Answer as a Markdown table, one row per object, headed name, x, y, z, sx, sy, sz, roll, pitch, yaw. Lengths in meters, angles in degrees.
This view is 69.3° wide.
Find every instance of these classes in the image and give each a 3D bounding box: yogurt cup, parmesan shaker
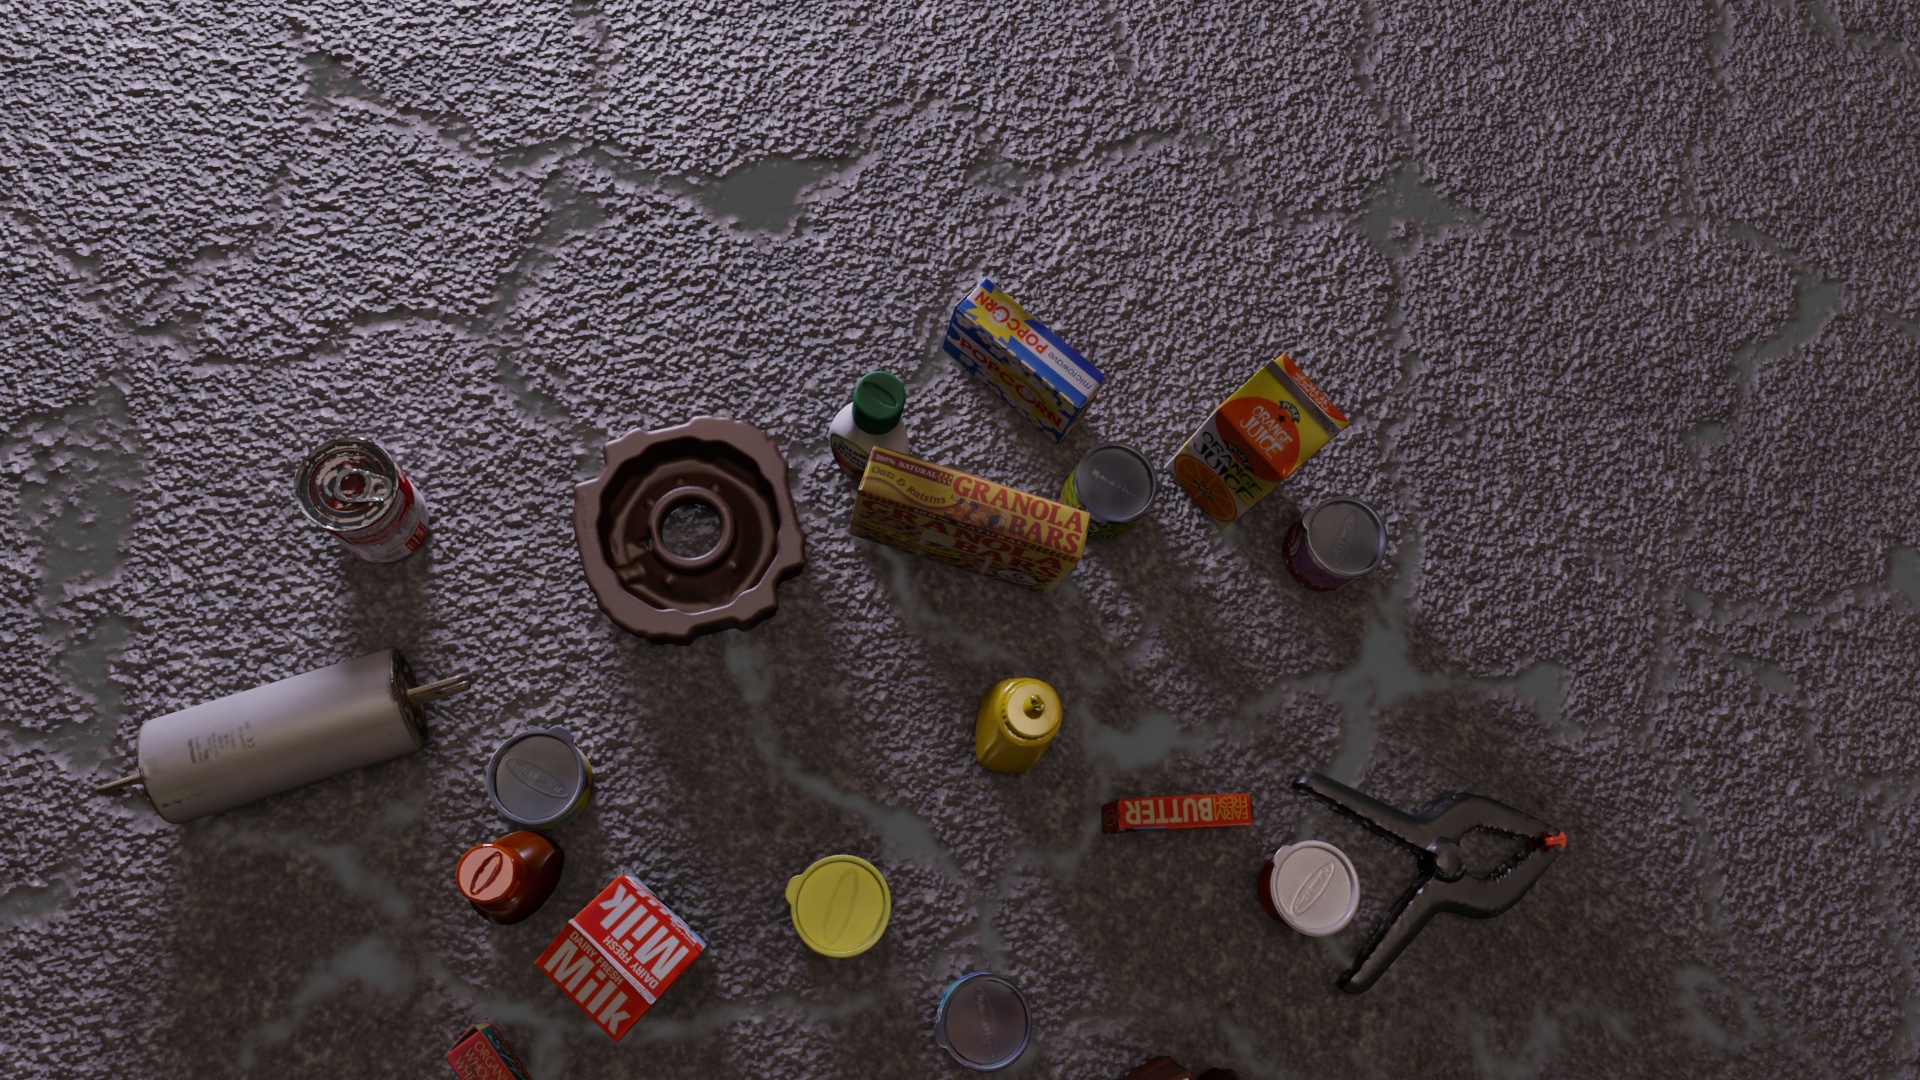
| name | x | y | z | sx | sy | sz | roll | pitch | yaw |
| --- | --- | --- | --- | --- | --- | --- | --- | --- | --- |
| yogurt cup | 0.257 | 0.260 | 1.038 | 0.072 | 0.053 | 0.072 | 2 | 75 | -7 |
| parmesan shaker | -0.088 | 0.253 | 0.966 | 0.071 | 0.102 | 0.071 | 2 | 75 | -7 |

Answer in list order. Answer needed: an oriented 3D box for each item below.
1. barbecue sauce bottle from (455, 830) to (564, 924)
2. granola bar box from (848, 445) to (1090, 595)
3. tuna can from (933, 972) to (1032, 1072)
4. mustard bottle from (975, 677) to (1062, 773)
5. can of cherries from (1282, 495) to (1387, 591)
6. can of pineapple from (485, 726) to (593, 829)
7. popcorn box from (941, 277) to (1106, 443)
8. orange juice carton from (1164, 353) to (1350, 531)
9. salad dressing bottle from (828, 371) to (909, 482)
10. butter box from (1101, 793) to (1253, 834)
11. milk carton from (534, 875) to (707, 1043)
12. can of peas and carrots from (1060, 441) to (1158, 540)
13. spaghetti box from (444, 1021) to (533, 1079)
| name | x | y | z | sx | sy | sz | roll | pitch | yaw |
| --- | --- | --- | --- | --- | --- | --- | --- | --- | --- |
| barbecue sauce bottle | -0.300 | 0.223 | 0.921 | 0.044 | 0.148 | 0.065 | 32 | 74 | 1 |
| granola bar box | 0.004 | -0.013 | 1.040 | 0.166 | 0.124 | 0.039 | 17 | 74 | -3 |
| tuna can | 0.014 | 0.344 | 0.992 | 0.071 | 0.032 | 0.071 | 2 | 75 | -7 |
| mustard bottle | 0.043 | 0.128 | 0.989 | 0.049 | 0.159 | 0.065 | 7 | 75 | -6 |
| can of cherries | 0.297 | 0.002 | 1.112 | 0.071 | 0.058 | 0.071 | 2 | 75 | -7 |
| can of pineapple | -0.295 | 0.169 | 0.983 | 0.071 | 0.057 | 0.071 | 2 | 75 | -7 |
| popcorn box | 0.049 | -0.141 | 1.102 | 0.127 | 0.085 | 0.038 | 40 | 74 | 4 |
| orange juice carton | 0.227 | -0.078 | 1.054 | 0.073 | 0.192 | 0.072 | -39 | 84 | -15 |
| salad dressing bottle | -0.066 | -0.084 | 1.038 | 0.064 | 0.147 | 0.044 | 35 | 74 | 2 |
| butter box | 0.162 | 0.205 | 1.040 | 0.103 | 0.053 | 0.024 | -1 | 76 | -8 |
| milk carton | -0.217 | 0.268 | 0.898 | 0.072 | 0.190 | 0.073 | 42 | 74 | 4 |
| can of peas and carrots | 0.116 | -0.036 | 1.097 | 0.071 | 0.058 | 0.071 | 2 | 75 | -7 |
| spaghetti box | -0.256 | 0.429 | 0.922 | 0.029 | 0.050 | 0.250 | -37 | 83 | -15 |
